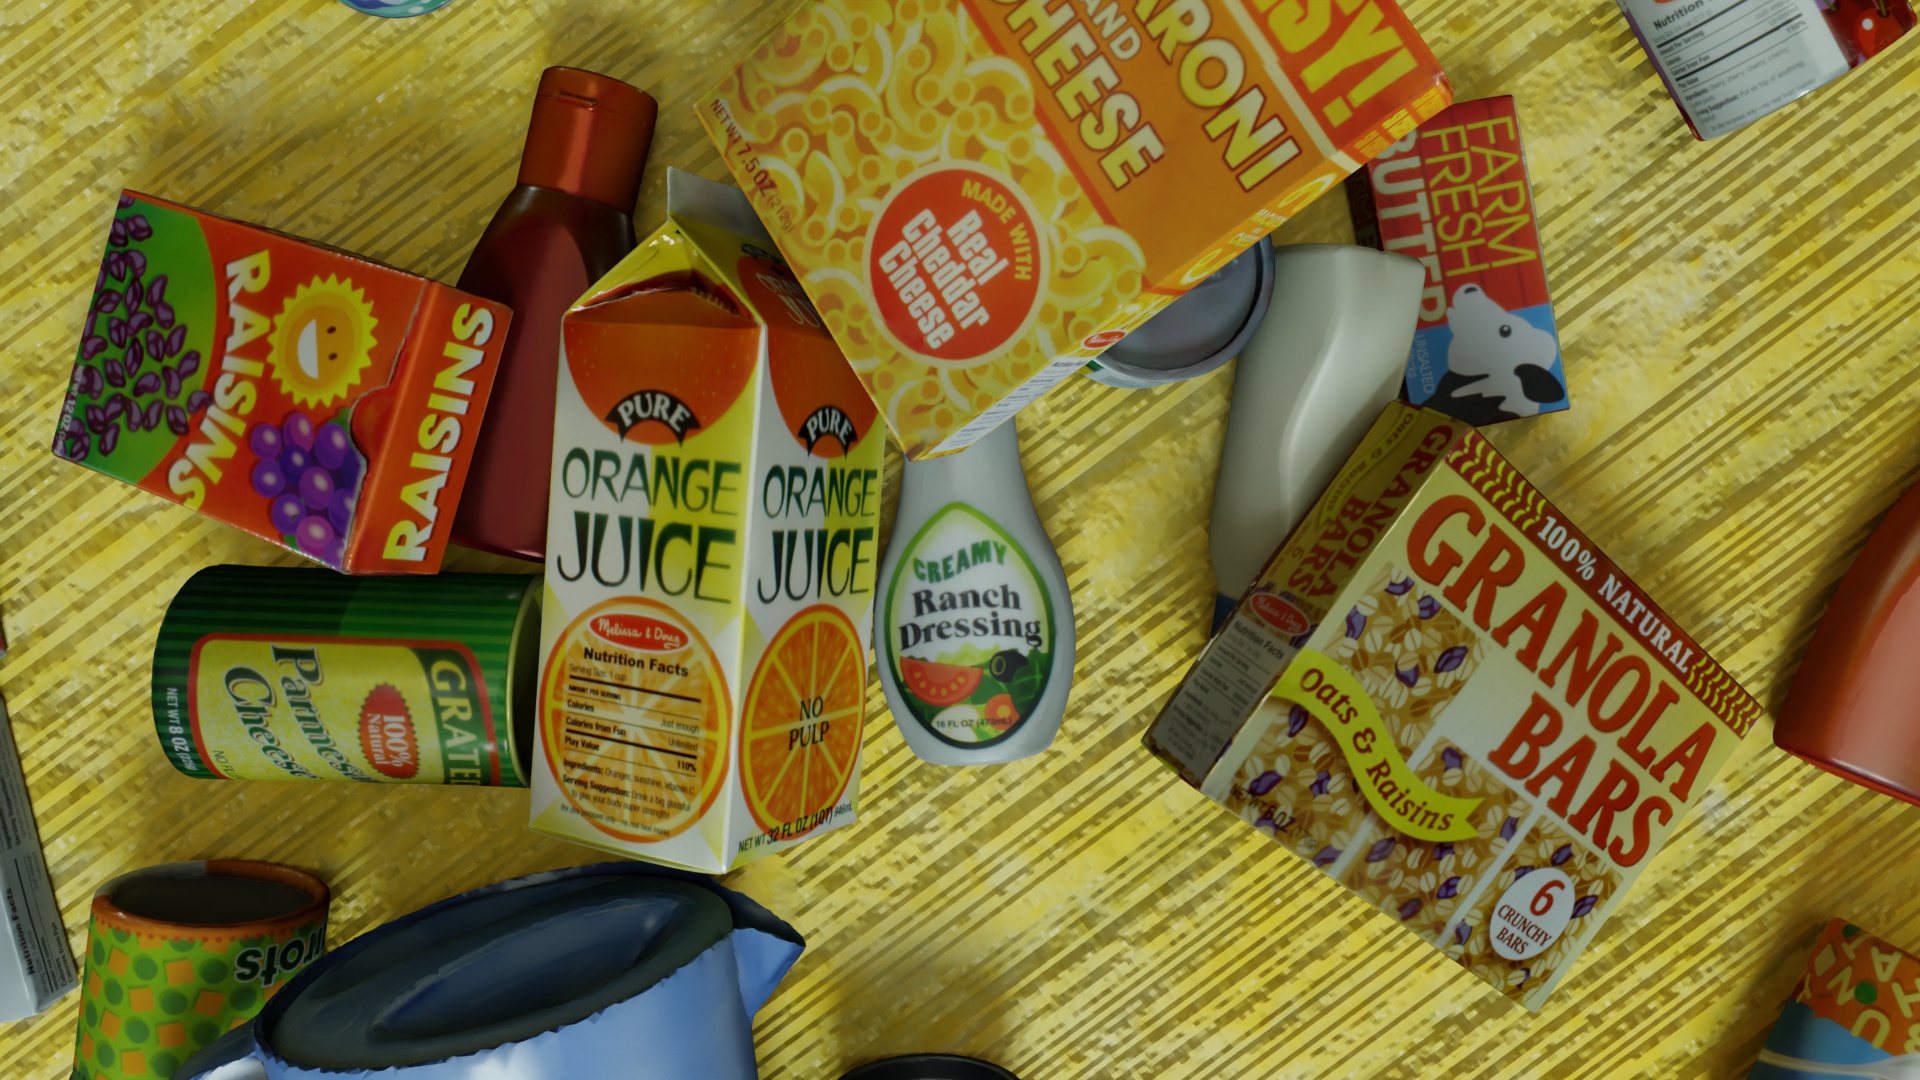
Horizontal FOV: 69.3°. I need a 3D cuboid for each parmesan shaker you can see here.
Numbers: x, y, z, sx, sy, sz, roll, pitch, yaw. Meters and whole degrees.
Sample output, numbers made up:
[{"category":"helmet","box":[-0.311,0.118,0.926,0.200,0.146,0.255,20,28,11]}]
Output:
[{"category":"parmesan shaker","box":[-0.180,0.044,0.427,0.103,0.071,0.071,1,93,-1]}]

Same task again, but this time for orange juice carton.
[{"category":"orange juice carton","box":[-0.072,-0.008,0.412,0.073,0.072,0.192,6,93,26]}]

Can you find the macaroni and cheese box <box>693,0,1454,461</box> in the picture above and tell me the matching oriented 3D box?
[{"category":"macaroni and cheese box","box":[0.024,-0.118,0.373,0.166,0.040,0.124,-34,84,24]}]

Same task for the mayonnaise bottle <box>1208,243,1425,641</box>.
[{"category":"mayonnaise bottle","box":[0.105,-0.016,0.436,0.041,0.065,0.147,6,97,-15]}]

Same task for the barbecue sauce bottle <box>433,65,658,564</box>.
[{"category":"barbecue sauce bottle","box":[-0.129,-0.070,0.434,0.065,0.043,0.148,14,92,2]}]

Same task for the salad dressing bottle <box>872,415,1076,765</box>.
[{"category":"salad dressing bottle","box":[0.002,-0.006,0.440,0.064,0.044,0.147,-4,92,6]}]

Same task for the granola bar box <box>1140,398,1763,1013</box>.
[{"category":"granola bar box","box":[0.152,0.055,0.420,0.165,0.039,0.124,35,92,-27]}]

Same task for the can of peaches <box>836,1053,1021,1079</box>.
[{"category":"can of peaches","box":[-0.012,0.204,0.438,0.071,0.071,0.058,-1,94,-2]}]

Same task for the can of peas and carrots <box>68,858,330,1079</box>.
[{"category":"can of peas and carrots","box":[-0.231,0.137,0.429,0.071,0.071,0.058,8,92,-2]}]

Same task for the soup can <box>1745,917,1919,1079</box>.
[{"category":"soup can","box":[0.297,0.175,0.444,0.071,0.071,0.083,27,92,-3]}]

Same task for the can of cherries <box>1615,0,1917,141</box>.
[{"category":"can of cherries","box":[0.248,-0.167,0.430,0.071,0.071,0.058,-33,94,0]}]

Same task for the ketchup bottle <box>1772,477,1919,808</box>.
[{"category":"ketchup bottle","box":[0.325,0.012,0.451,0.065,0.043,0.148,23,92,-4]}]

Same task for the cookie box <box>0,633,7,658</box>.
[{"category":"cookie box","box":[-0.393,-0.010,0.409,0.167,0.040,0.122,0,115,-2]}]

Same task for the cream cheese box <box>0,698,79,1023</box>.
[{"category":"cream cheese box","box":[-0.327,0.105,0.446,0.053,0.024,0.103,-13,93,-2]}]

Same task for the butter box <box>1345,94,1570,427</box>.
[{"category":"butter box","box":[0.160,-0.088,0.451,0.053,0.024,0.103,-12,93,-2]}]

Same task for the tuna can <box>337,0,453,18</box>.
[{"category":"tuna can","box":[-0.180,-0.199,0.431,0.071,0.033,0.071,0,93,-1]}]

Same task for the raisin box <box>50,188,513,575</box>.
[{"category":"raisin box","box":[-0.202,-0.048,0.412,0.123,0.040,0.086,18,92,20]}]

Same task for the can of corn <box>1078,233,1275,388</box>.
[{"category":"can of corn","box":[0.058,-0.083,0.431,0.071,0.058,0.071,0,93,-1]}]
